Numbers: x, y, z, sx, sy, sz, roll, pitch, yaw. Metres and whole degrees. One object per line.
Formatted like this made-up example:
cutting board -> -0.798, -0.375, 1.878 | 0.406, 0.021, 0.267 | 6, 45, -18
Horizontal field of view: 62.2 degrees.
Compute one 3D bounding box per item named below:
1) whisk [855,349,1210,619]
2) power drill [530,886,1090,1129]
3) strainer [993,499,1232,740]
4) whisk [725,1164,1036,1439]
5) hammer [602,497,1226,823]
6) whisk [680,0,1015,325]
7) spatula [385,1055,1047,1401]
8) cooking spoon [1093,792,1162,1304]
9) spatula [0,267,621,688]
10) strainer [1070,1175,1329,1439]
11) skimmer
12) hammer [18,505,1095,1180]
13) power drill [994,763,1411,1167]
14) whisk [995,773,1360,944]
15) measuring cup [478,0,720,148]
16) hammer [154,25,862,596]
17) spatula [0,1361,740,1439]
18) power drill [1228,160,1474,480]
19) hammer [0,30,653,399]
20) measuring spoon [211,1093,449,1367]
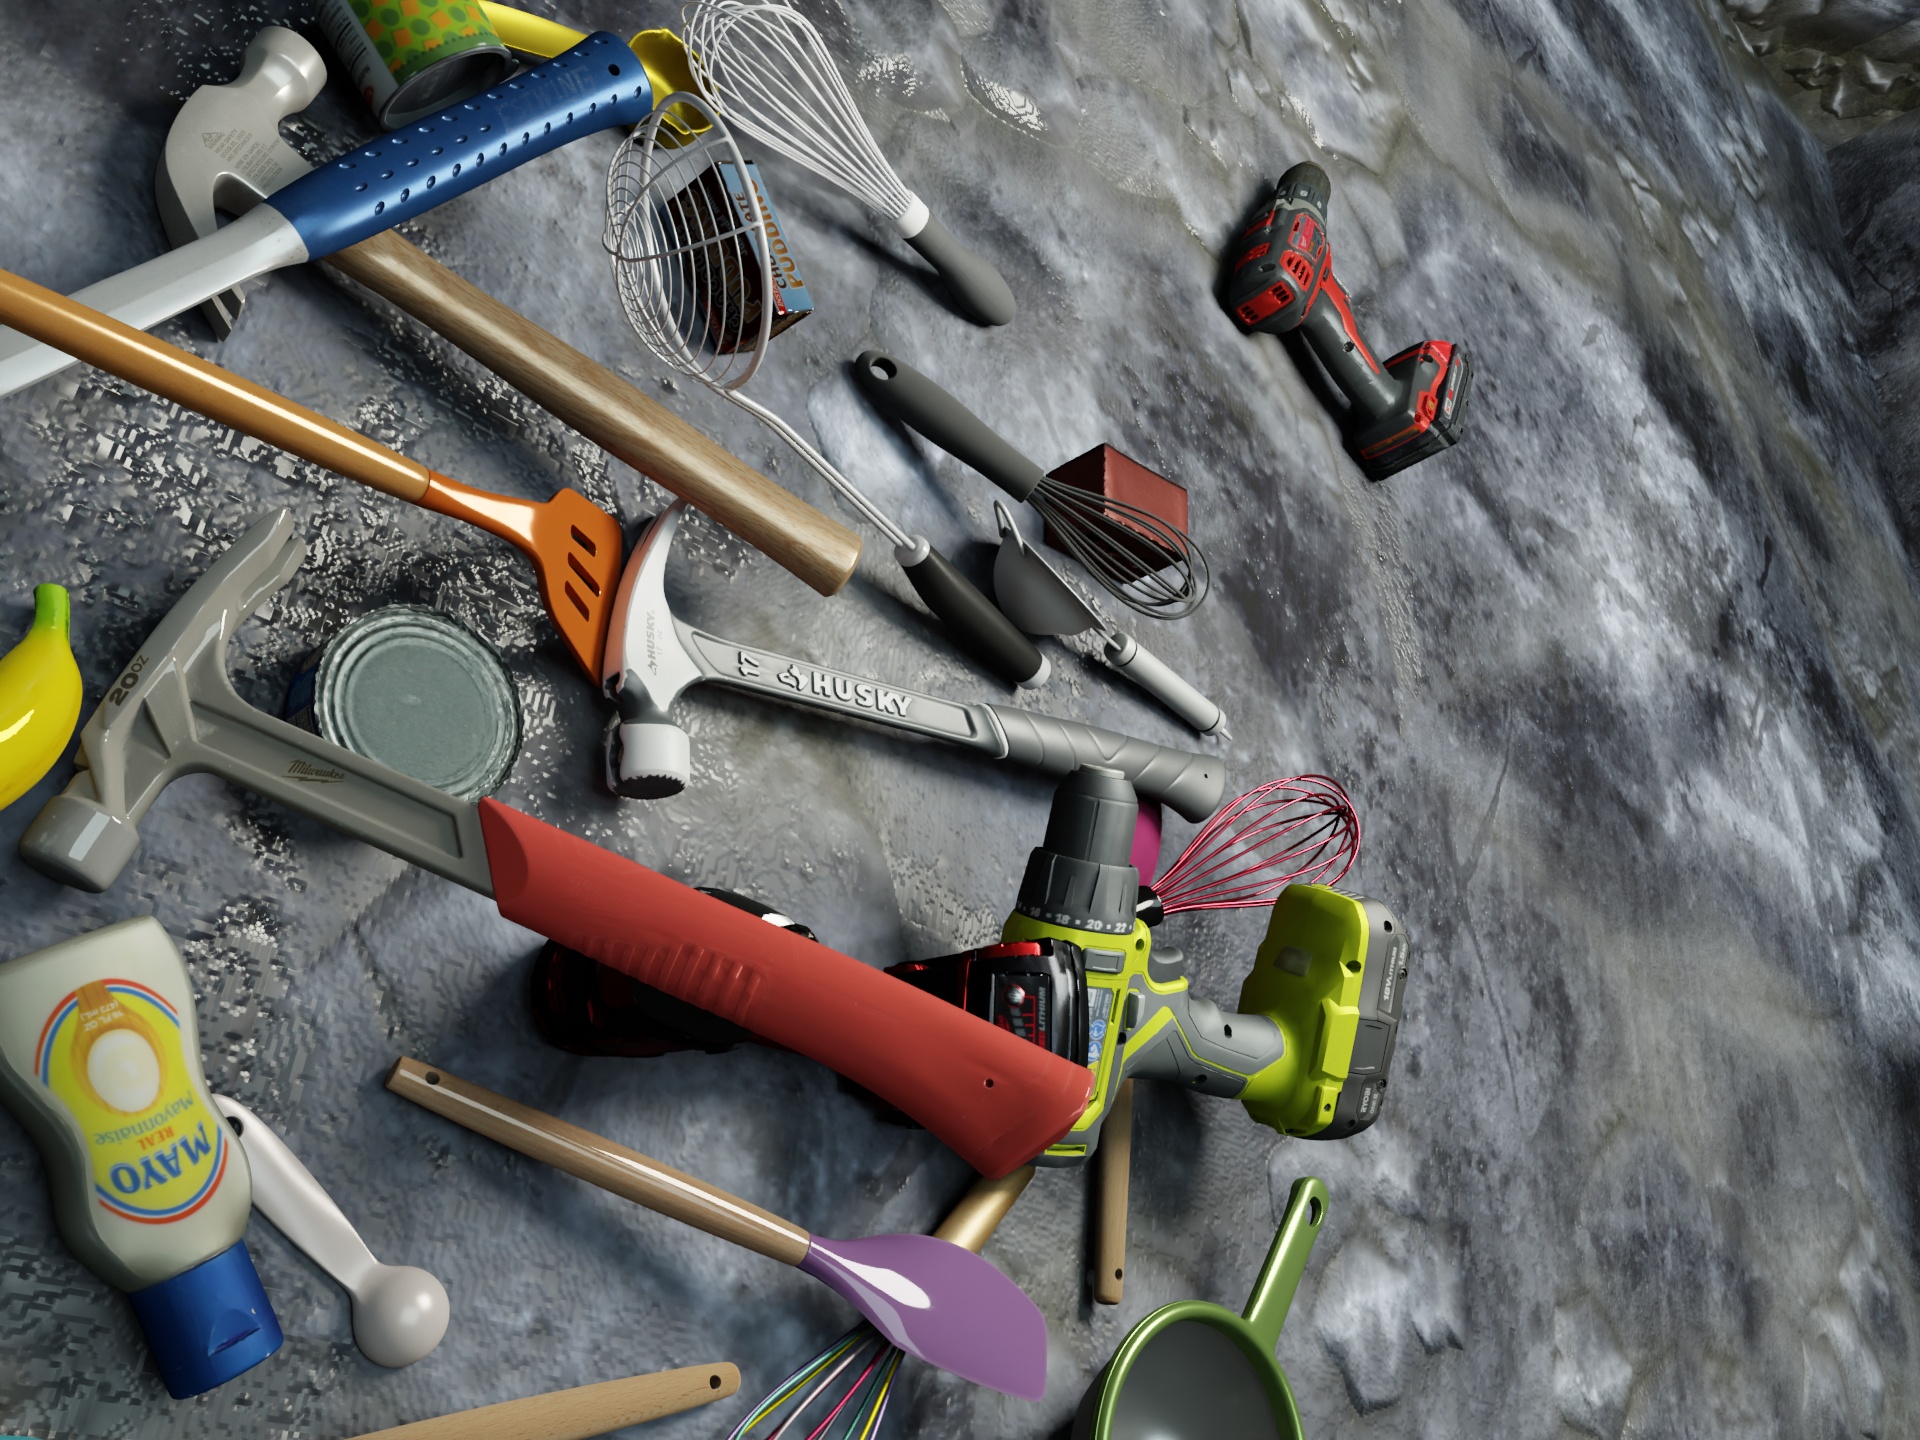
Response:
whisk -> 0.041, -0.135, 0.897 | 0.239, 0.055, 0.055 | 35, 50, -8
power drill -> -0.051, 0.119, 0.665 | 0.219, 0.143, 0.079 | 21, 62, -41
strainer -> 0.090, -0.044, 0.948 | 0.258, 0.050, 0.087 | 34, 9, -38
whisk -> -0.033, 0.264, 0.700 | 0.051, 0.047, 0.245 | 60, 39, -7
hammer -> -0.001, -0.003, 0.830 | 0.408, 0.036, 0.149 | 14, 61, -40
whisk -> -0.049, -0.298, 0.877 | 0.284, 0.070, 0.070 | 32, 52, -48
spatula -> -0.087, 0.205, 0.652 | 0.315, 0.018, 0.060 | 31, 36, -22
cooking spoon -> 0.089, 0.156, 0.880 | 0.068, 0.017, 0.319 | 28, 55, -35
spatula -> -0.227, -0.093, 0.587 | 0.322, 0.041, 0.081 | 25, 61, -53
strainer -> 0.121, 0.332, 0.803 | 0.151, 0.069, 0.256 | 53, 44, -12
skimmer -> -0.043, -0.143, 0.794 | 0.090, 0.127, 0.362 | -53, 129, -6
hammer -> -0.122, 0.053, 0.544 | 0.359, 0.036, 0.149 | 23, 63, 5
power drill -> 0.119, 0.129, 0.815 | 0.228, 0.080, 0.190 | 11, 91, -31
whisk -> 0.118, 0.095, 0.882 | 0.296, 0.073, 0.073 | -20, 88, -33
measuring cup -> -0.191, -0.324, 0.789 | 0.156, 0.029, 0.062 | 0, 74, -43
hammer -> -0.183, -0.152, 0.691 | 0.331, 0.031, 0.130 | 33, 55, -21
spatula -> -0.198, 0.251, 0.534 | 0.317, 0.044, 0.082 | 7, 65, -45
power drill -> 0.308, -0.324, 1.259 | 0.226, 0.080, 0.188 | 42, 48, -22
hammer -> -0.267, -0.185, 0.598 | 0.144, 0.035, 0.405 | 50, 50, -9
measuring spoon -> -0.222, 0.177, 0.557 | 0.124, 0.018, 0.034 | 54, 45, -14
